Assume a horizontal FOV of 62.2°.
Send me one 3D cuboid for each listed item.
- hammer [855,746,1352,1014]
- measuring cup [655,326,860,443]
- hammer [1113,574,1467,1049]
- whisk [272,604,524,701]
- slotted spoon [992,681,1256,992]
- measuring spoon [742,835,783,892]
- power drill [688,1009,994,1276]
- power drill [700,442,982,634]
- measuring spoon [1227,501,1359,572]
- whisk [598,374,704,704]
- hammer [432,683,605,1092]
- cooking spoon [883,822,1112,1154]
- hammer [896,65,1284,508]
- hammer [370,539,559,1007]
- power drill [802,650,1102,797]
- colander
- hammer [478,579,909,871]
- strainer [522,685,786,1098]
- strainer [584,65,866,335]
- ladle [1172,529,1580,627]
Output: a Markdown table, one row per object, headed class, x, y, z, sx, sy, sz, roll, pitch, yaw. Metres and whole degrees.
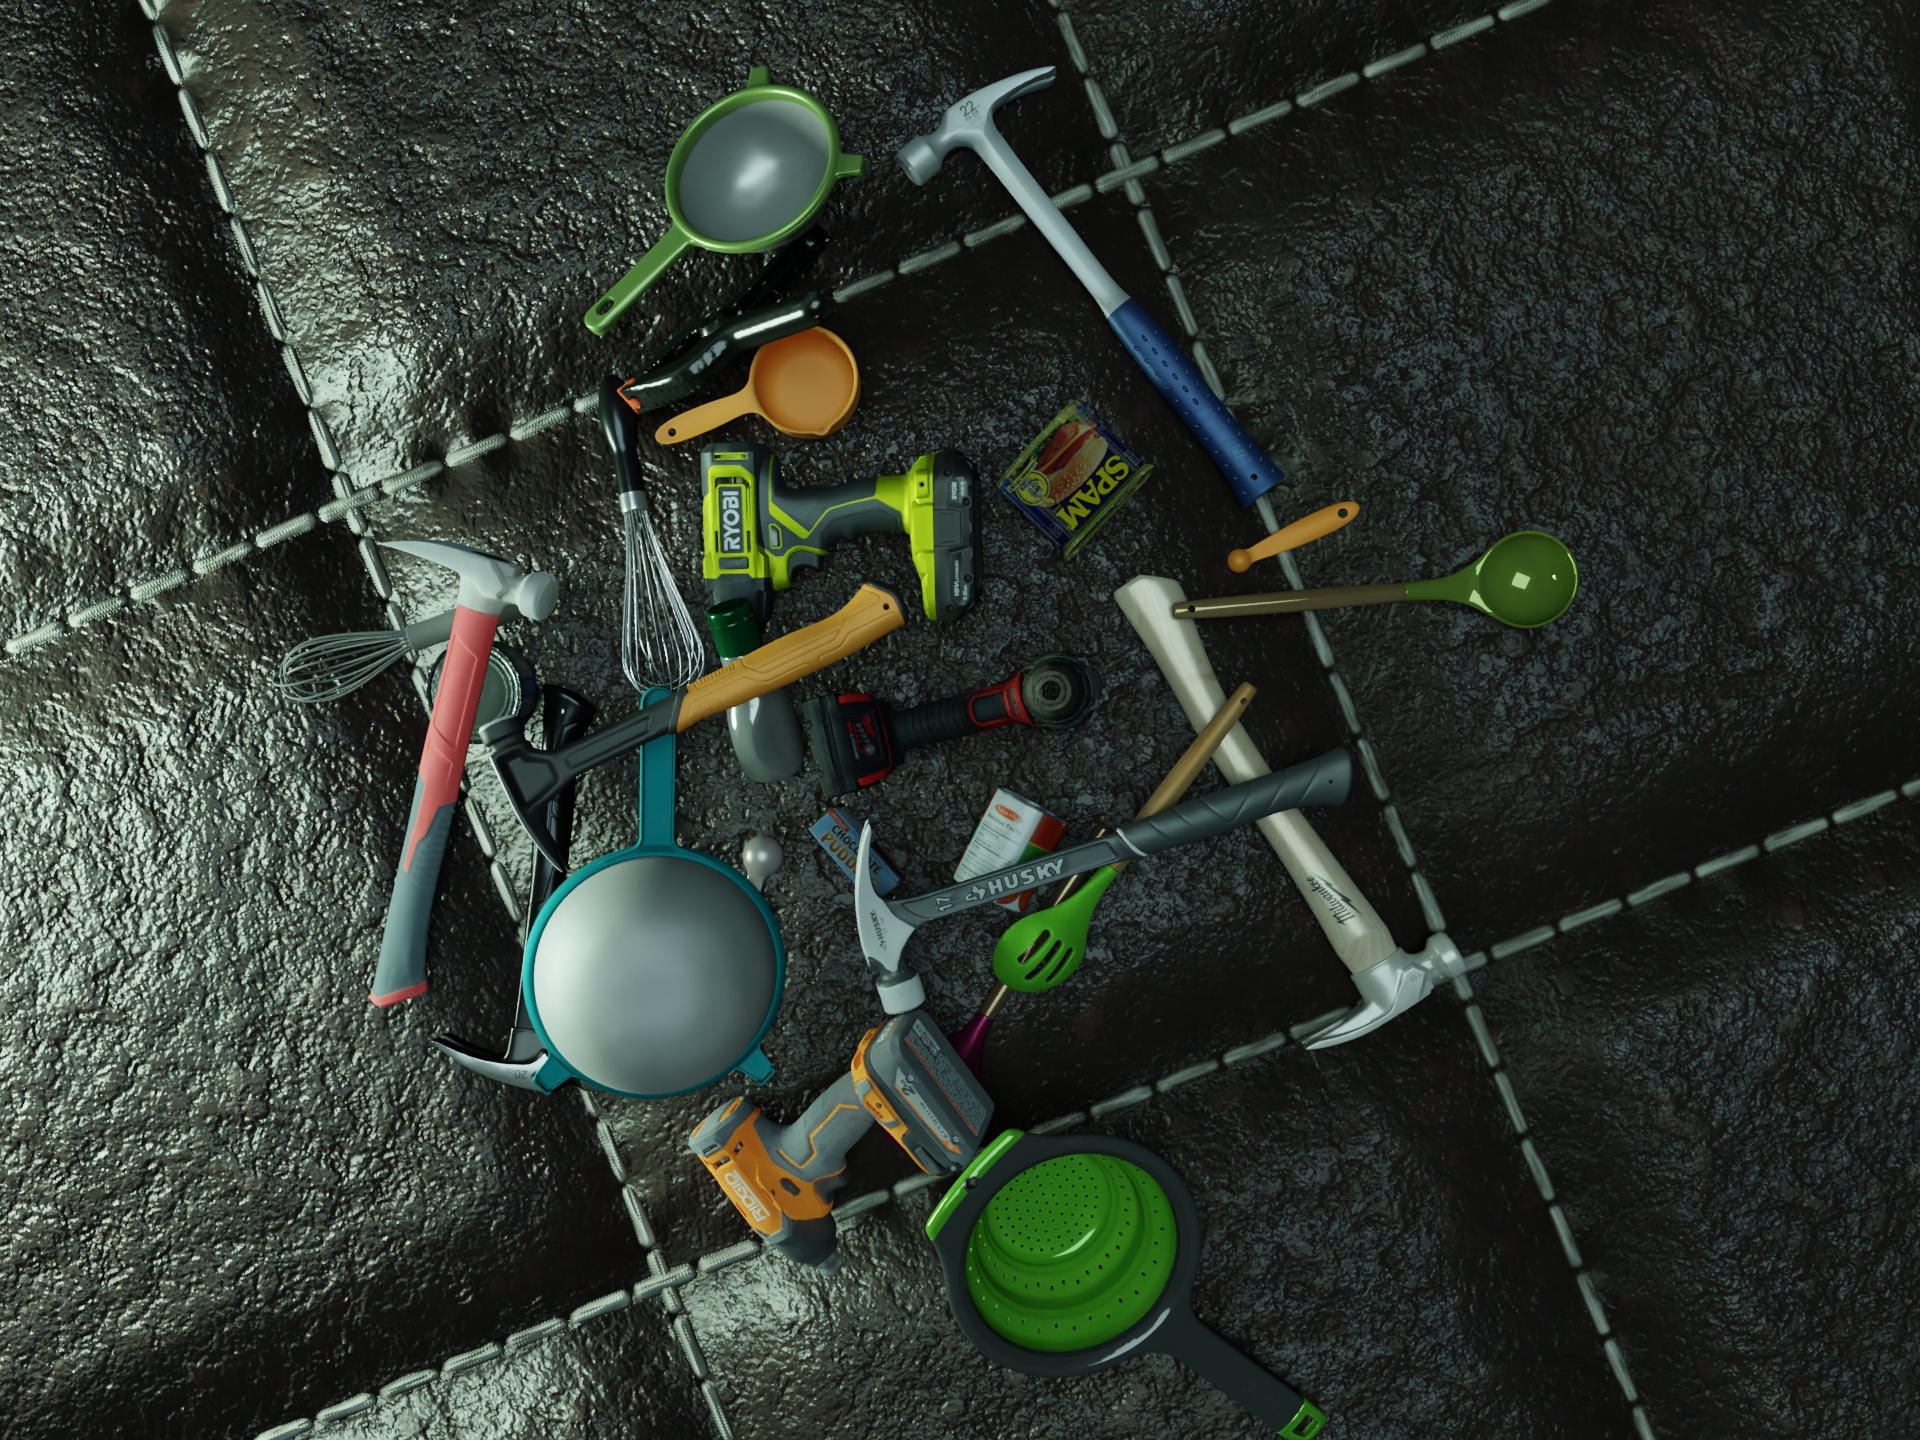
| class | x | y | z | sx | sy | sz | roll | pitch | yaw |
| --- | --- | --- | --- | --- | --- | --- | --- | --- | --- |
| hammer | 0.113 | 0.096 | 1.240 | 0.409 | 0.036 | 0.149 | -18 | 98 | -4 |
| measuring cup | -0.164 | -0.259 | 1.302 | 0.173 | 0.052 | 0.095 | -21 | 89 | 4 |
| hammer | 0.239 | 0.066 | 1.293 | 0.146 | 0.038 | 0.410 | -33 | 88 | 4 |
| whisk | -0.454 | -0.068 | 1.319 | 0.239 | 0.055 | 0.055 | -19 | 90 | -1 |
| slotted spoon | 0.136 | 0.096 | 1.273 | 0.070 | 0.031 | 0.314 | 36 | 94 | -20 |
| measuring spoon | -0.179 | 0.156 | 1.320 | 0.034 | 0.018 | 0.124 | 18 | 92 | 2 |
| power drill | -0.087 | 0.343 | 1.263 | 0.226 | 0.084 | 0.164 | -33 | 96 | 23 |
| power drill | -0.097 | -0.139 | 1.287 | 0.223 | 0.080 | 0.171 | 0 | 98 | 6 |
| measuring spoon | 0.273 | -0.151 | 1.301 | 0.117 | 0.011 | 0.021 | -24 | 89 | 2 |
| whisk | -0.263 | -0.147 | 1.306 | 0.070 | 0.070 | 0.285 | -12 | 85 | 3 |
| hammer | -0.348 | 0.137 | 1.320 | 0.146 | 0.035 | 0.335 | 5 | 90 | 2 |
| cooking spoon | 0.035 | 0.221 | 1.311 | 0.069 | 0.017 | 0.319 | 32 | 92 | 1 |
| hammer | 0.127 | -0.348 | 1.295 | 0.144 | 0.035 | 0.405 | -38 | 89 | 2 |
| hammer | -0.438 | 0.047 | 1.292 | 0.143 | 0.038 | 0.386 | 18 | 101 | 9 |
| power drill | -0.002 | -0.004 | 1.231 | 0.226 | 0.188 | 0.080 | -14 | 90 | 7 |
| colander | 0.139 | 0.454 | 1.283 | 0.397 | 0.094 | 0.204 | 40 | 91 | -16 |
| hammer | -0.191 | -0.011 | 1.221 | 0.337 | 0.034 | 0.127 | -27 | 88 | -4 |
| strainer | -0.237 | 0.146 | 1.250 | 0.211 | 0.095 | 0.340 | 0 | 97 | -12 |
| strainer | -0.195 | -0.394 | 1.286 | 0.256 | 0.069 | 0.152 | -43 | 66 | 3 |
| ladle | 0.329 | -0.102 | 1.263 | 0.320 | 0.062 | 0.078 | -5 | 87 | -2 |
